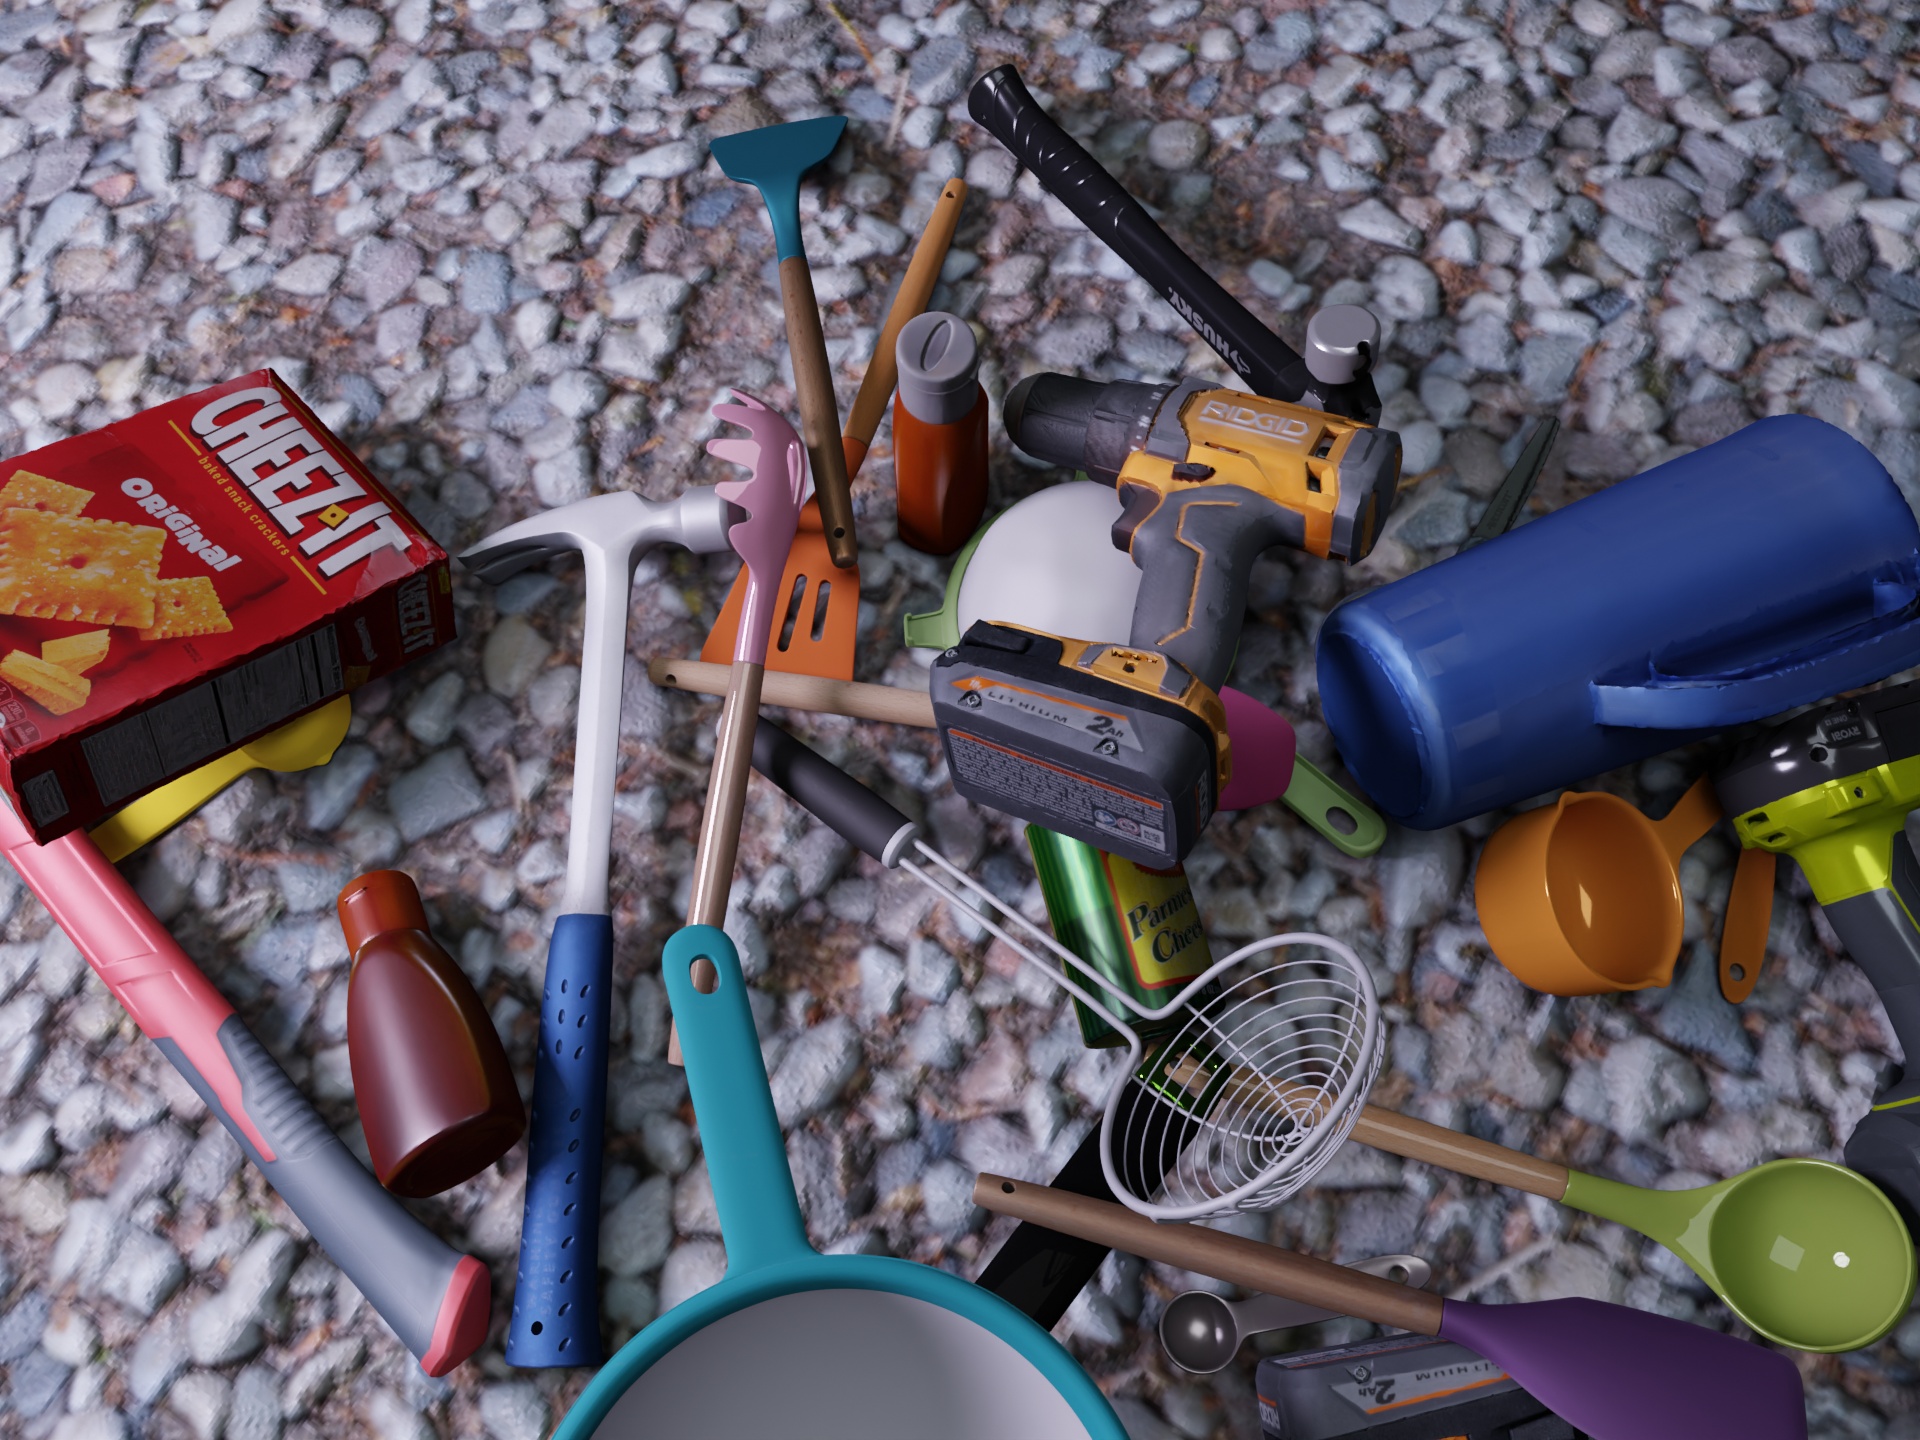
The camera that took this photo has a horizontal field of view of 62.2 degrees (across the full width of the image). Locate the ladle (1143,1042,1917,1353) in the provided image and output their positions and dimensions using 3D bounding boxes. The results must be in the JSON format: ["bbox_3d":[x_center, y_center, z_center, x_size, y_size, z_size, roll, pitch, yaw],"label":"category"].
[{"bbox_3d":[0.235,0.189,0.682,0.320,0.062,0.078,15,70,10],"label":"ladle"}]

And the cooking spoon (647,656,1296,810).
[{"bbox_3d":[-0.001,-0.002,0.763,0.319,0.068,0.017,8,29,13],"label":"cooking spoon"}]

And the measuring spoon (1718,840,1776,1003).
[{"bbox_3d":[0.370,0.077,0.747,0.021,0.011,0.117,18,74,-1],"label":"measuring spoon"}]

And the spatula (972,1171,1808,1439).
[{"bbox_3d":[0.156,0.222,0.607,0.316,0.018,0.060,13,46,11],"label":"spatula"}]

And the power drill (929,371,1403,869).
[{"bbox_3d":[0.068,-0.065,0.691,0.185,0.084,0.226,20,59,23],"label":"power drill"}]

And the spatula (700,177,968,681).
[{"bbox_3d":[-0.049,-0.160,0.844,0.081,0.041,0.323,15,66,8],"label":"spatula"}]

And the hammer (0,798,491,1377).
[{"bbox_3d":[-0.357,0.150,0.719,0.143,0.038,0.386,-45,76,-3],"label":"hammer"}]

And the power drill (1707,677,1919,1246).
[{"bbox_3d":[0.443,0.096,0.698,0.171,0.080,0.223,-14,75,-11],"label":"power drill"}]

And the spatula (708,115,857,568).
[{"bbox_3d":[-0.081,-0.214,0.843,0.082,0.044,0.318,-11,66,0],"label":"spatula"}]

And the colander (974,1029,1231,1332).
[{"bbox_3d":[-0.018,0.286,0.640,0.204,0.094,0.397,38,61,13],"label":"colander"}]

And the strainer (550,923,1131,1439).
[{"bbox_3d":[-0.060,0.240,0.552,0.211,0.095,0.341,-9,60,-18],"label":"strainer"}]

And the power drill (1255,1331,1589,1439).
[{"bbox_3d":[0.208,0.355,0.607,0.164,0.084,0.227,-8,72,-4],"label":"power drill"}]

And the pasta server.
[{"bbox_3d":[-0.110,0.000,0.740,0.040,0.060,0.316,6,82,15],"label":"pasta server"}]

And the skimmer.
[{"bbox_3d":[0.010,0.071,0.665,0.364,0.090,0.127,33,76,31],"label":"skimmer"}]

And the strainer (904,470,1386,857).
[{"bbox_3d":[0.103,-0.029,0.762,0.256,0.069,0.151,41,75,17],"label":"strainer"}]

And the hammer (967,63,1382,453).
[{"bbox_3d":[0.100,-0.240,0.832,0.035,0.146,0.335,-30,60,-10],"label":"hammer"}]

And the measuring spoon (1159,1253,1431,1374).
[{"bbox_3d":[0.144,0.253,0.683,0.124,0.018,0.034,-12,54,-10],"label":"measuring spoon"}]

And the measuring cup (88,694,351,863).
[{"bbox_3d":[-0.373,0.024,0.776,0.156,0.029,0.062,-37,72,-12],"label":"measuring cup"}]

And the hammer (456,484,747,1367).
[{"bbox_3d":[-0.179,0.081,0.738,0.144,0.035,0.406,-4,71,12],"label":"hammer"}]

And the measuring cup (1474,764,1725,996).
[{"bbox_3d":[0.303,0.063,0.735,0.173,0.052,0.095,-29,90,-35],"label":"measuring cup"}]
